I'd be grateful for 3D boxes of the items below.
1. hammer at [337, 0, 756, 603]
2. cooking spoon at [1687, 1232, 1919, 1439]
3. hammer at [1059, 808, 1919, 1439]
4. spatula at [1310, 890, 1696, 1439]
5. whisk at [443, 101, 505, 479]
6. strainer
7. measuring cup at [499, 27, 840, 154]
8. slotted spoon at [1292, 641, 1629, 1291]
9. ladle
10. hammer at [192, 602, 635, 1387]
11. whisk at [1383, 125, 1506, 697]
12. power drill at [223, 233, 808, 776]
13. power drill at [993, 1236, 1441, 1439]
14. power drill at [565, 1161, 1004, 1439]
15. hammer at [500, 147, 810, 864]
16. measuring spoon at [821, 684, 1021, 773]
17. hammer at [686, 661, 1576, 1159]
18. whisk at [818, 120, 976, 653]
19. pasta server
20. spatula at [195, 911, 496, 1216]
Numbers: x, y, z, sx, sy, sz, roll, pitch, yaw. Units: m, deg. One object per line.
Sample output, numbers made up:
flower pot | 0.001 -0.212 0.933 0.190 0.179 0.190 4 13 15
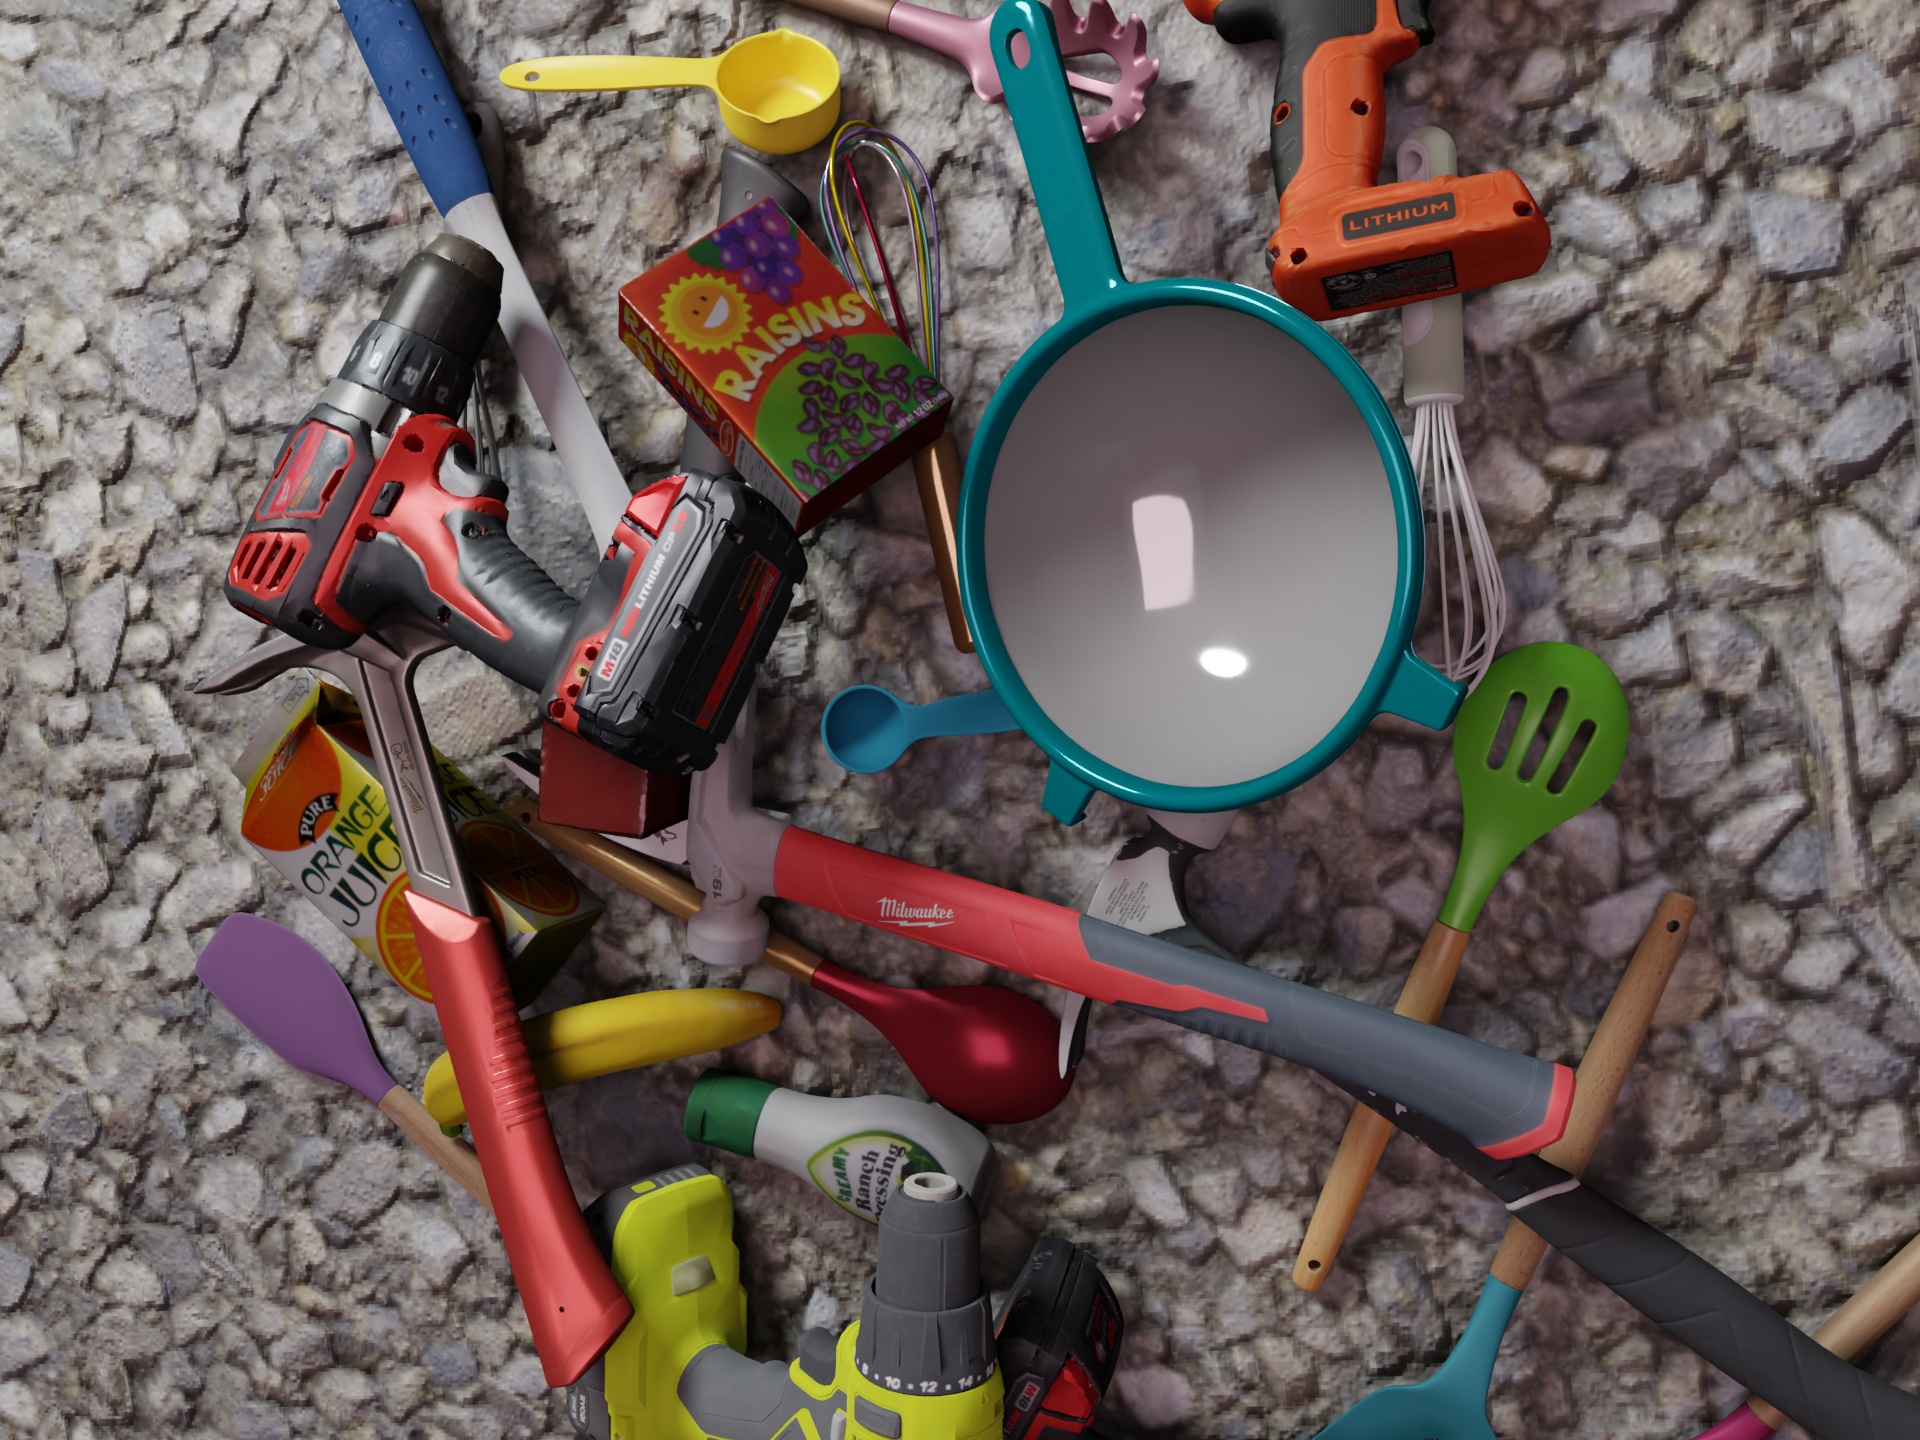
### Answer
hammer | -0.217 -0.231 0.737 0.144 0.035 0.405 -27 82 7
cooking spoon | 0.361 0.280 0.680 0.069 0.017 0.319 40 103 7
hammer | 0.222 0.190 0.667 0.409 0.036 0.149 34 105 15
spatula | 0.249 0.219 0.701 0.082 0.044 0.317 24 95 13
whisk | -0.246 -0.182 0.779 0.055 0.055 0.239 6 92 13
strainer | 0.089 -0.134 0.667 0.211 0.095 0.340 -19 85 39
measuring cup | -0.131 -0.286 0.729 0.156 0.029 0.062 2 62 4
slotted spoon | 0.209 0.114 0.699 0.070 0.031 0.313 22 101 14
ladle | -0.091 0.109 0.774 0.315 0.031 0.069 26 103 12
hammer | -0.232 0.123 0.723 0.149 0.036 0.359 -18 86 8
whisk | 0.200 -0.127 0.672 0.059 0.058 0.246 -2 90 -26
power drill | -0.181 -0.093 0.663 0.227 0.080 0.188 23 84 17
power drill | 0.108 0.336 0.711 0.220 0.078 0.143 27 113 7
power drill | -0.076 0.278 0.709 0.229 0.080 0.190 5 96 40
hammer | -0.127 -0.100 0.760 0.146 0.035 0.335 12 97 12
measuring spoon | -0.001 -0.002 0.750 0.128 0.021 0.042 -8 93 5
hammer | 0.060 0.087 0.669 0.386 0.038 0.143 15 114 17
whisk | -0.022 -0.150 0.726 0.051 0.047 0.245 -12 95 13
pasta server | -0.056 -0.329 0.721 0.316 0.040 0.060 24 104 12
spatula | -0.279 0.211 0.833 0.316 0.018 0.060 39 97 9
